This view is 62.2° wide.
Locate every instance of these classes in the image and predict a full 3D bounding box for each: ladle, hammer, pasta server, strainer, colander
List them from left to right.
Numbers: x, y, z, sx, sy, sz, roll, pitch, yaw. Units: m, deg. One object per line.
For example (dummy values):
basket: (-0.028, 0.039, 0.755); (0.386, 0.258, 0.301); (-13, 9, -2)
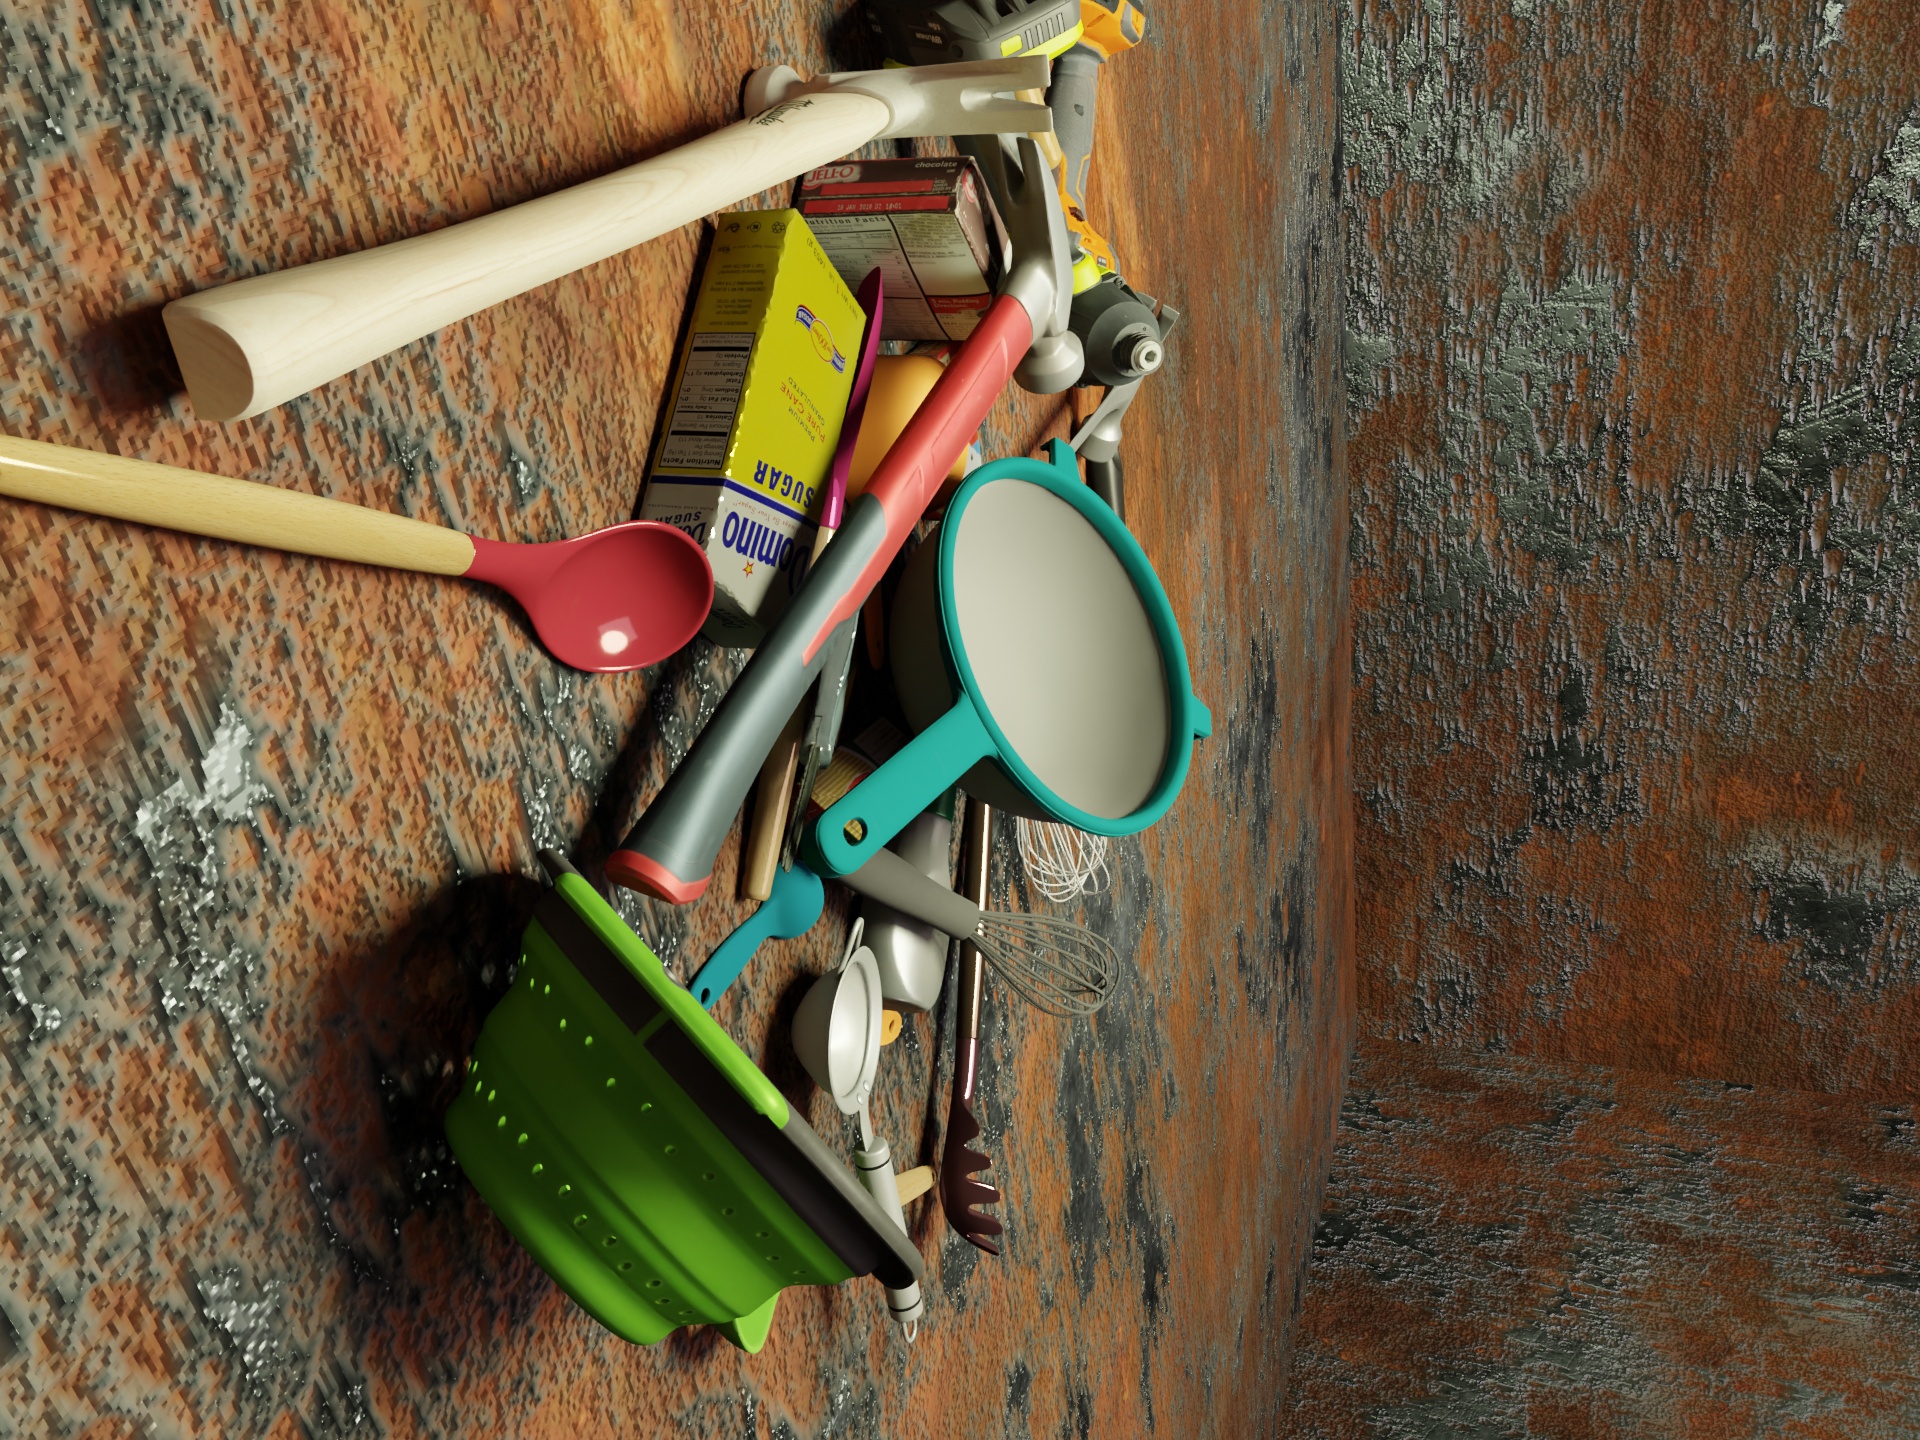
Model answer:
ladle: (-0.180, -0.055, 0.512); (0.069, 0.031, 0.315); (-54, 159, 12)
hammer: (-0.103, -0.188, 0.570); (0.411, 0.146, 0.038); (-50, 139, -51)
colander: (-0.111, 0.182, 0.642); (0.094, 0.205, 0.396); (-42, 161, -14)
hammer: (-0.044, -0.091, 0.702); (0.386, 0.038, 0.143); (-60, 152, -28)
strainer: (-0.051, 0.224, 0.846); (0.087, 0.050, 0.258); (-52, 134, -66)
strainer: (-0.001, -0.003, 0.819); (0.340, 0.095, 0.211); (-40, 105, -49)
pasta server: (0.014, 0.179, 1.031); (0.060, 0.040, 0.316); (95, -2, -76)
hammer: (0.053, -0.159, 1.057); (0.406, 0.035, 0.144); (-54, 172, -48)

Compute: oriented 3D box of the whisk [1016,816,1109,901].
whisk: (0.048, 0.026, 1.107); (0.070, 0.070, 0.284); (-67, 147, -41)

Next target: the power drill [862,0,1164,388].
power drill: (0.038, -0.292, 0.863); (0.171, 0.080, 0.223); (46, -17, 53)

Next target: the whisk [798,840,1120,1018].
whisk: (0.004, 0.109, 0.883); (0.238, 0.055, 0.055); (32, 59, -34)

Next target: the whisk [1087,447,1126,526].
whisk: (0.130, -0.097, 1.300); (0.073, 0.073, 0.295); (-29, 114, -66)

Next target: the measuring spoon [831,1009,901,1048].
measuring spoon: (-0.056, 0.176, 0.912); (0.116, 0.011, 0.021); (29, 70, -71)

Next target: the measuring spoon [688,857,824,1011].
measuring spoon: (-0.096, 0.108, 0.772); (0.129, 0.021, 0.042); (-50, 138, -59)

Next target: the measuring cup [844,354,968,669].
measuring cup: (-0.028, -0.114, 0.873); (0.095, 0.052, 0.173); (-19, 109, -68)

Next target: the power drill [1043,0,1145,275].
power drill: (0.059, -0.383, 1.031); (0.164, 0.084, 0.226); (-20, 115, -66)

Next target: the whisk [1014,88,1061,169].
whisk: (0.008, -0.422, 0.889); (0.051, 0.047, 0.244); (-55, 136, -30)

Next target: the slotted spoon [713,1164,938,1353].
slotted spoon: (-0.068, 0.275, 0.867); (0.313, 0.031, 0.070); (18, 61, -71)

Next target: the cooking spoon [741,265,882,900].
cooking spoon: (-0.072, -0.069, 0.786); (0.069, 0.017, 0.319); (175, -74, -69)
